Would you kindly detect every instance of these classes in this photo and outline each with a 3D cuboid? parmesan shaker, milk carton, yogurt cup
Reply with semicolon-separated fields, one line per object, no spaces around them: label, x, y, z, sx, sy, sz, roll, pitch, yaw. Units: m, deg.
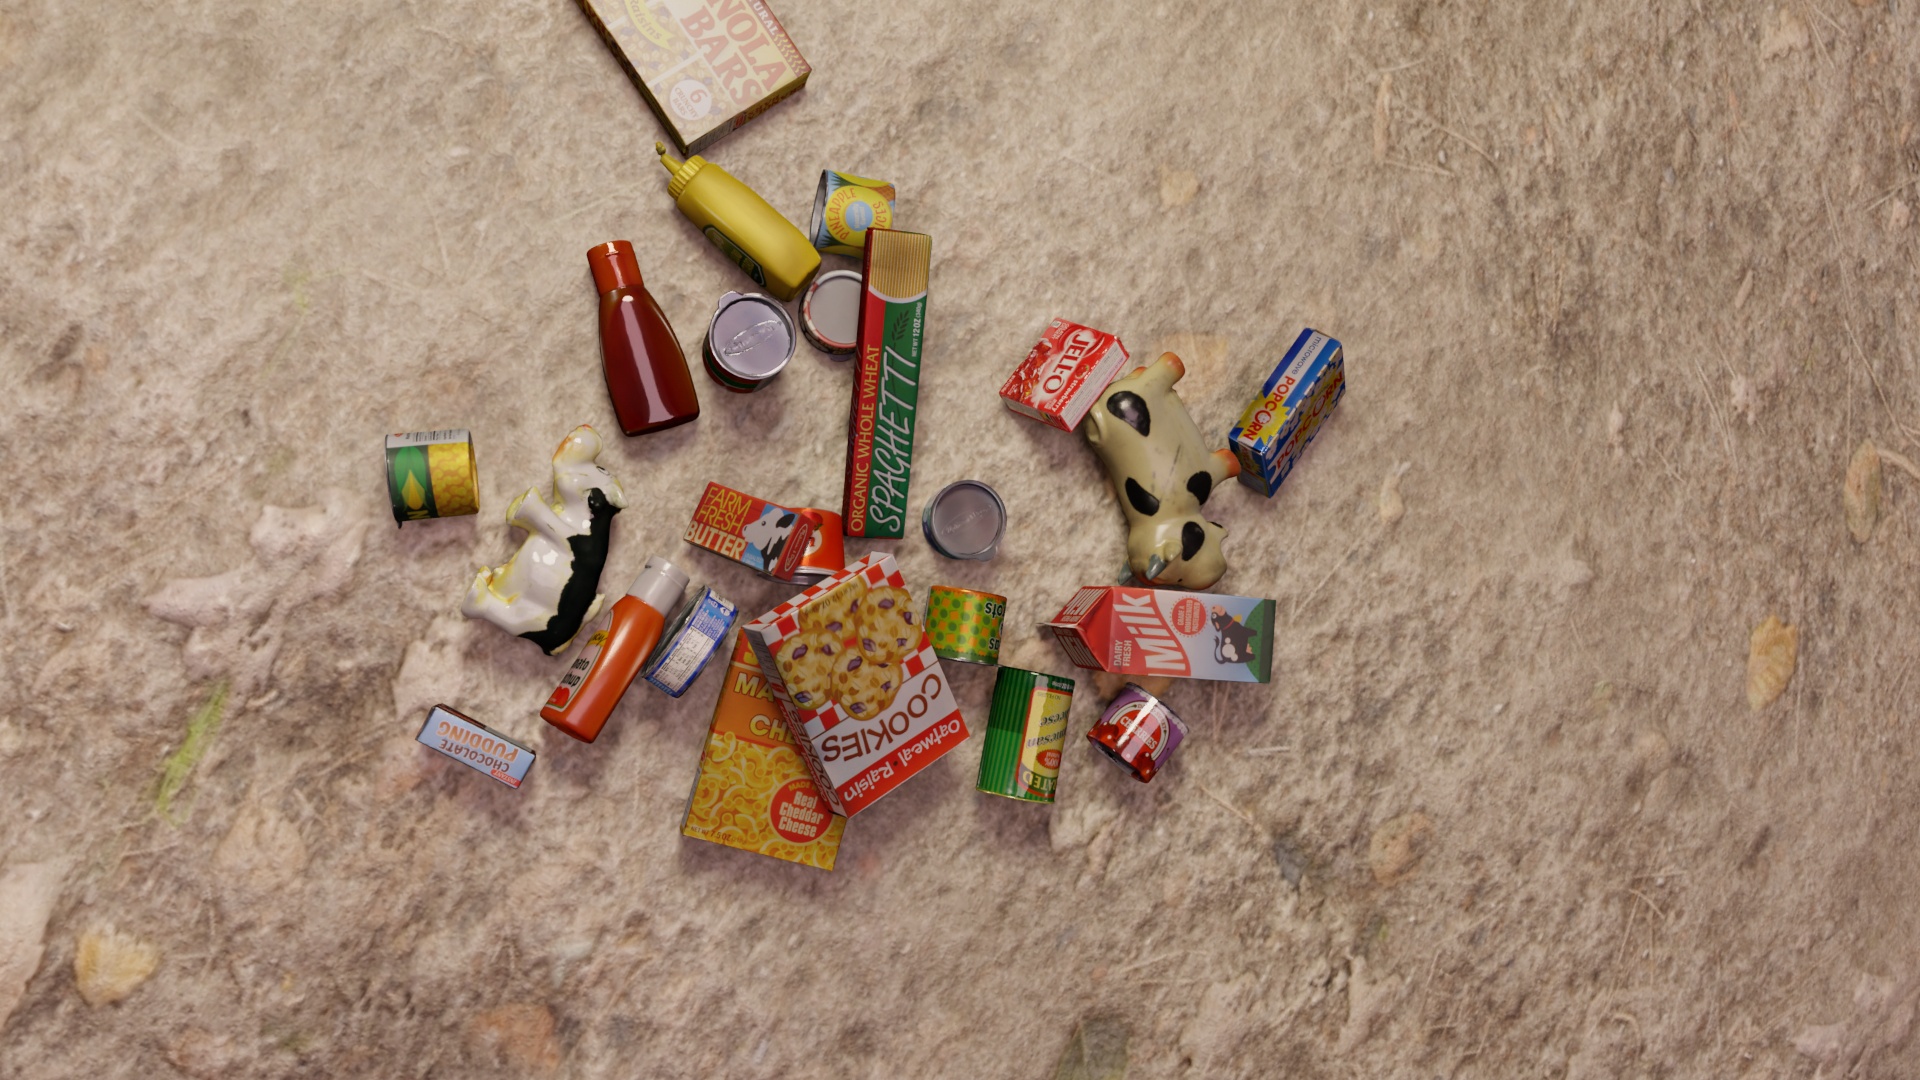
parmesan shaker;0.052;0.158;1.140;0.071;0.071;0.103;12;84;-14
milk carton;0.163;0.078;1.173;0.191;0.072;0.073;5;86;-14
yogurt cup;-0.123;0.005;1.106;0.072;0.072;0.054;5;78;-15

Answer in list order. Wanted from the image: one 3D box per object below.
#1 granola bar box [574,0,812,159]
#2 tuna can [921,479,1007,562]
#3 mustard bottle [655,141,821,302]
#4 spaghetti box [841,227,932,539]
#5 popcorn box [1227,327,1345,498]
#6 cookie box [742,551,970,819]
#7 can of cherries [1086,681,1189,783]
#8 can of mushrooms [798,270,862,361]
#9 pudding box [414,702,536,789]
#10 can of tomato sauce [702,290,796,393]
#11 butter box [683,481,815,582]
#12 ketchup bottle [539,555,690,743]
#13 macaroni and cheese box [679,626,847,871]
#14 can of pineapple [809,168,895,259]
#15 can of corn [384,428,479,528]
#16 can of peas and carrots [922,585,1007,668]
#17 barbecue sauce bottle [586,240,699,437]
granola bar box;-0.217;-0.411;1.115;0.124;0.039;0.165;-36;97;-14
tuna can;0.004;-0.014;1.156;0.071;0.033;0.071;1;87;-15
mustard bottle;-0.184;-0.258;1.106;0.160;0.065;0.049;41;76;-4
spaghetti box;-0.060;-0.123;1.116;0.050;0.029;0.249;3;101;-16
popcorn box;0.285;-0.111;1.207;0.038;0.085;0.127;31;77;27
cookie box;-0.078;0.111;1.074;0.123;0.040;0.167;-30;108;-26
can of cherries;0.148;0.161;1.165;0.071;0.071;0.058;42;79;-9
can of mushrooms;-0.098;-0.184;1.138;0.071;0.033;0.071;1;86;-16
pudding box;-0.362;0.153;1.041;0.083;0.049;0.030;30;79;-12
can of tomato sauce;-0.169;-0.154;1.091;0.071;0.083;0.071;1;87;-15
butter box;-0.166;-0.008;1.081;0.024;0.103;0.053;35;77;-55
ketchup bottle;-0.262;0.082;1.067;0.043;0.064;0.149;39;69;-24
macaroni and cheese box;-0.138;0.165;1.104;0.124;0.040;0.166;17;83;-14
can of pineapple;-0.088;-0.263;1.126;0.058;0.071;0.071;8;85;-15
can of corn;-0.393;-0.047;1.036;0.058;0.071;0.071;-6;89;-15
can of peas and carrots;0.004;0.070;1.133;0.071;0.071;0.059;10;84;-14
barbecue sauce bottle;-0.255;-0.159;1.090;0.065;0.043;0.148;-17;91;-15
